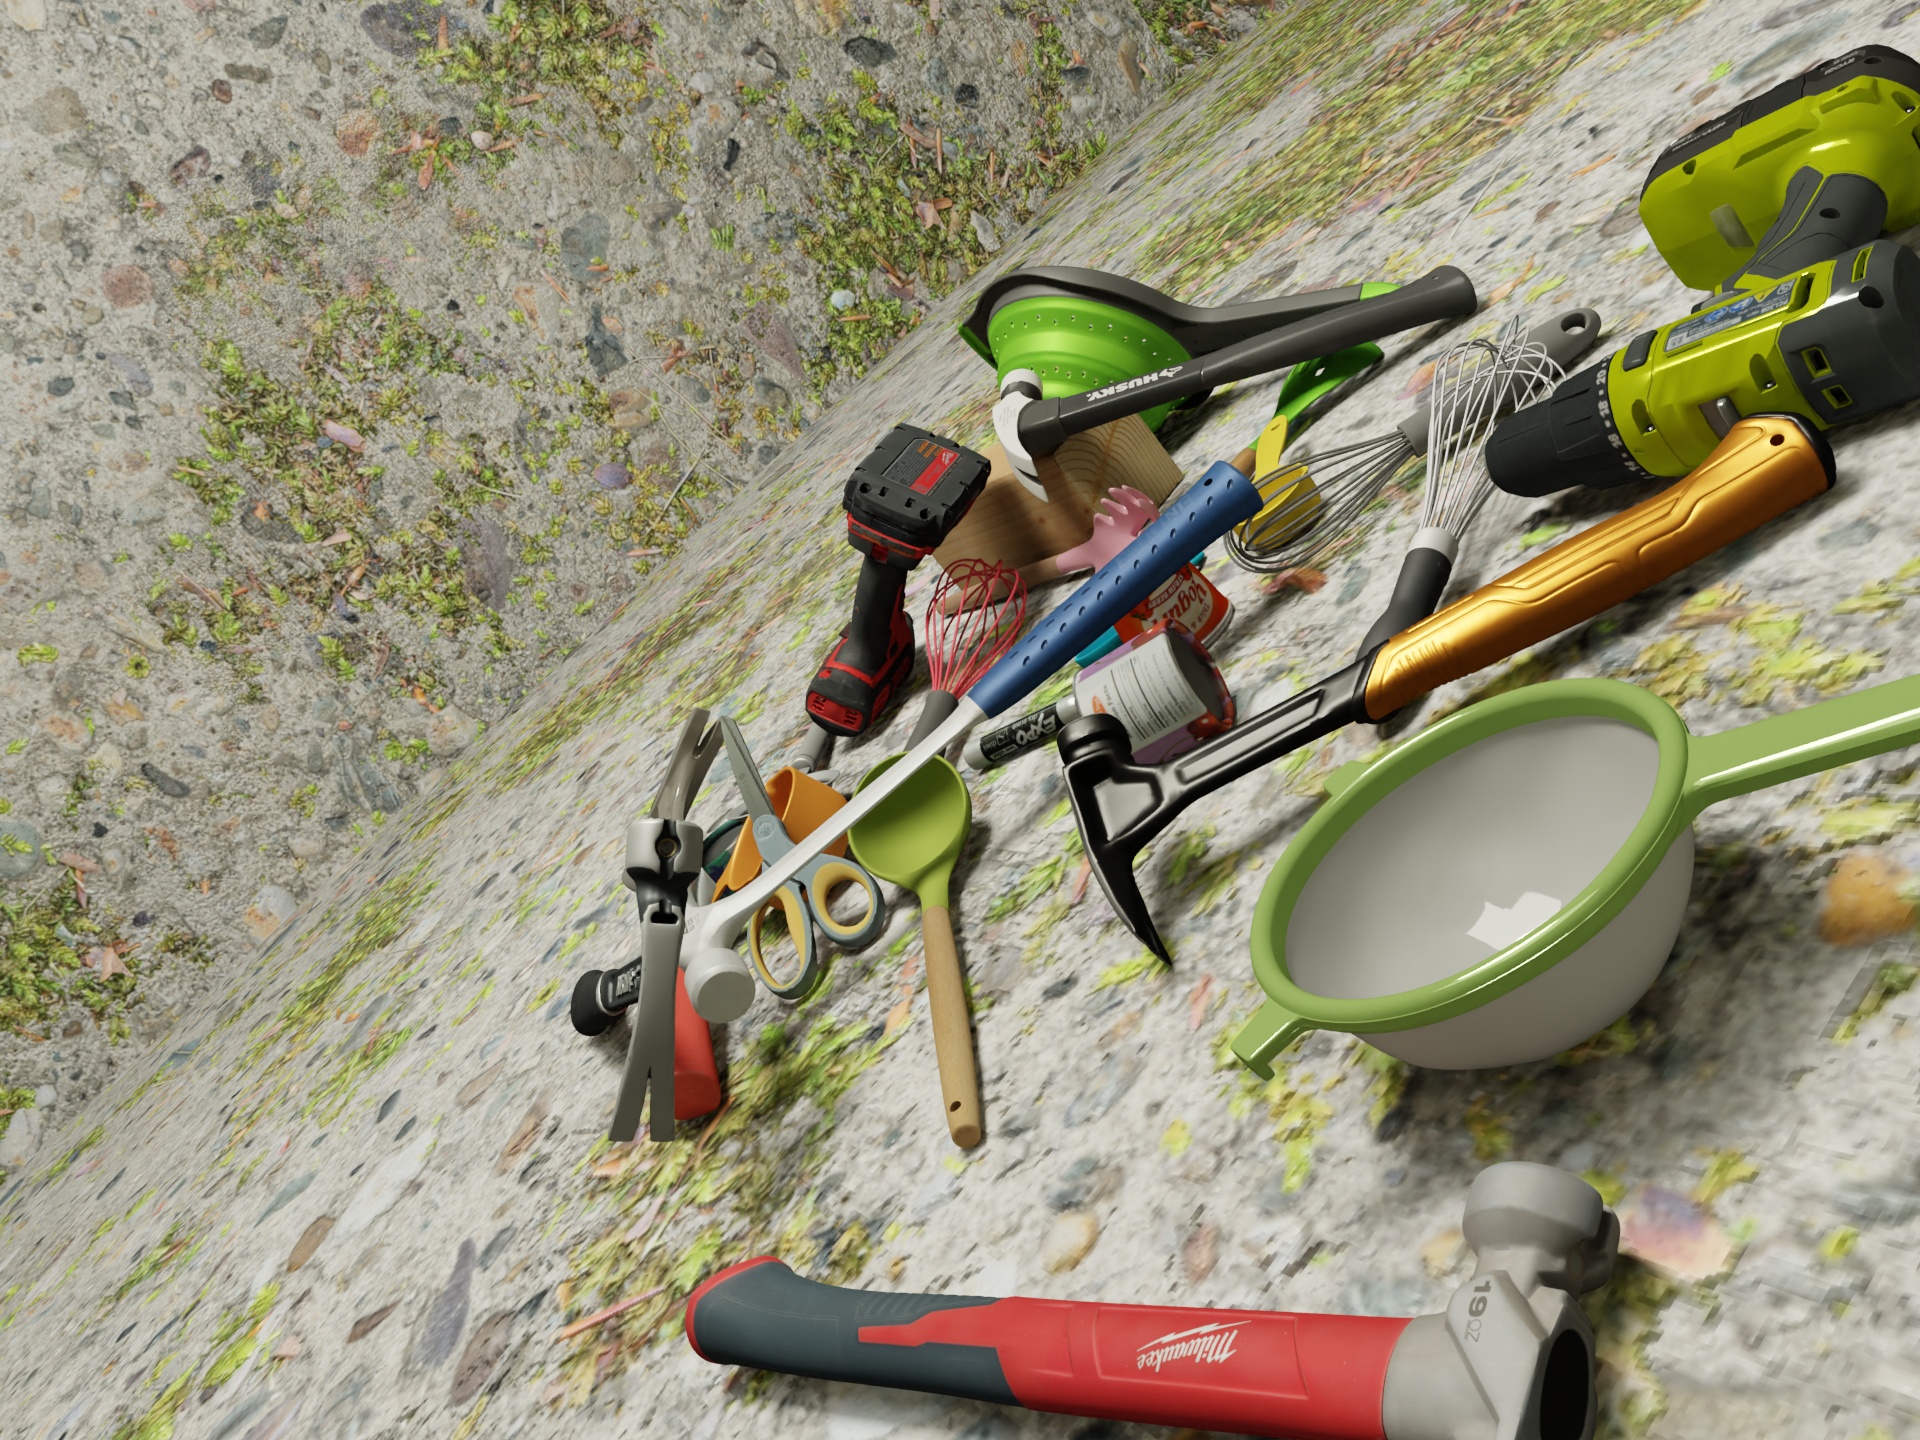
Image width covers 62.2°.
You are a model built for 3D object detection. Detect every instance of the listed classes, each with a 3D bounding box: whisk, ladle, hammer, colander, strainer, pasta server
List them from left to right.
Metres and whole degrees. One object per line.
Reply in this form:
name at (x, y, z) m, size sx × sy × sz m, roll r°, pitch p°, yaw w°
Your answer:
hammer at (-0.197, 0.161, 0.916) m, size 0.409 × 0.036 × 0.149 m, roll 143°, pitch 130°, yaw -69°
hammer at (-0.177, 0.124, 1.019) m, size 0.149 × 0.036 × 0.359 m, roll -64°, pitch 20°, yaw 17°
strainer at (-0.117, 0.040, 1.193) m, size 0.087 × 0.050 × 0.258 m, roll -19°, pitch 16°, yaw 10°
ladle at (-0.018, 0.105, 0.809) m, size 0.078 × 0.062 × 0.320 m, roll -35°, pitch 21°, yaw 9°
whisk at (-0.007, -0.024, 1.089) m, size 0.073 × 0.073 × 0.296 m, roll -29°, pitch 26°, yaw 34°
hammer at (-0.001, -0.003, 0.880) m, size 0.405 × 0.035 × 0.144 m, roll -40°, pitch 28°, yaw -2°
hammer at (0.014, 0.215, 0.508) m, size 0.386 × 0.038 × 0.143 m, roll -21°, pitch 28°, yaw 47°
pasta server at (0.057, -0.114, 1.202) m, size 0.316 × 0.040 × 0.060 m, roll -13°, pitch 75°, yaw 59°
colander at (0.160, -0.266, 1.226) m, size 0.397 × 0.204 × 0.094 m, roll 3°, pitch 70°, yaw 42°
hammer at (0.182, -0.241, 1.091) m, size 0.335 × 0.035 × 0.146 m, roll -15°, pitch 37°, yaw 16°
whisk at (0.253, -0.161, 0.899) m, size 0.239 × 0.055 × 0.055 m, roll -33°, pitch 19°, yaw 10°
hammer at (0.197, -0.022, 0.662) m, size 0.337 × 0.034 × 0.127 m, roll -30°, pitch 45°, yaw 16°
whisk at (0.239, -0.103, 0.778) m, size 0.070 × 0.070 × 0.285 m, roll -20°, pitch 32°, yaw 48°
strainer at (0.208, 0.042, 0.469) m, size 0.256 × 0.069 × 0.151 m, roll -25°, pitch 21°, yaw 39°

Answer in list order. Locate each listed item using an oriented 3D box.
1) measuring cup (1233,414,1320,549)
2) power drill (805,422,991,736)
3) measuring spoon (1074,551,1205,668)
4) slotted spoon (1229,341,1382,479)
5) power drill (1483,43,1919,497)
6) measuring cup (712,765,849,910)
measuring cup at (0.203, -0.154, 1.010) m, size 0.062 × 0.029 × 0.157 m, roll -31°, pitch 20°, yaw 29°
power drill at (-0.051, -0.104, 1.207) m, size 0.143 × 0.078 × 0.219 m, roll -57°, pitch -11°, yaw -51°
measuring spoon at (0.121, -0.067, 1.003) m, size 0.128 × 0.021 × 0.042 m, roll -41°, pitch 8°, yaw -31°
slotted spoon at (0.184, -0.162, 1.075) m, size 0.314 × 0.031 × 0.070 m, roll -49°, pitch 24°, yaw -20°
power drill at (0.352, -0.196, 0.731) m, size 0.190 × 0.080 × 0.229 m, roll -18°, pitch 32°, yaw 51°
measuring cup at (-0.129, 0.109, 1.047) m, size 0.173 × 0.052 × 0.095 m, roll -54°, pitch 21°, yaw 30°
